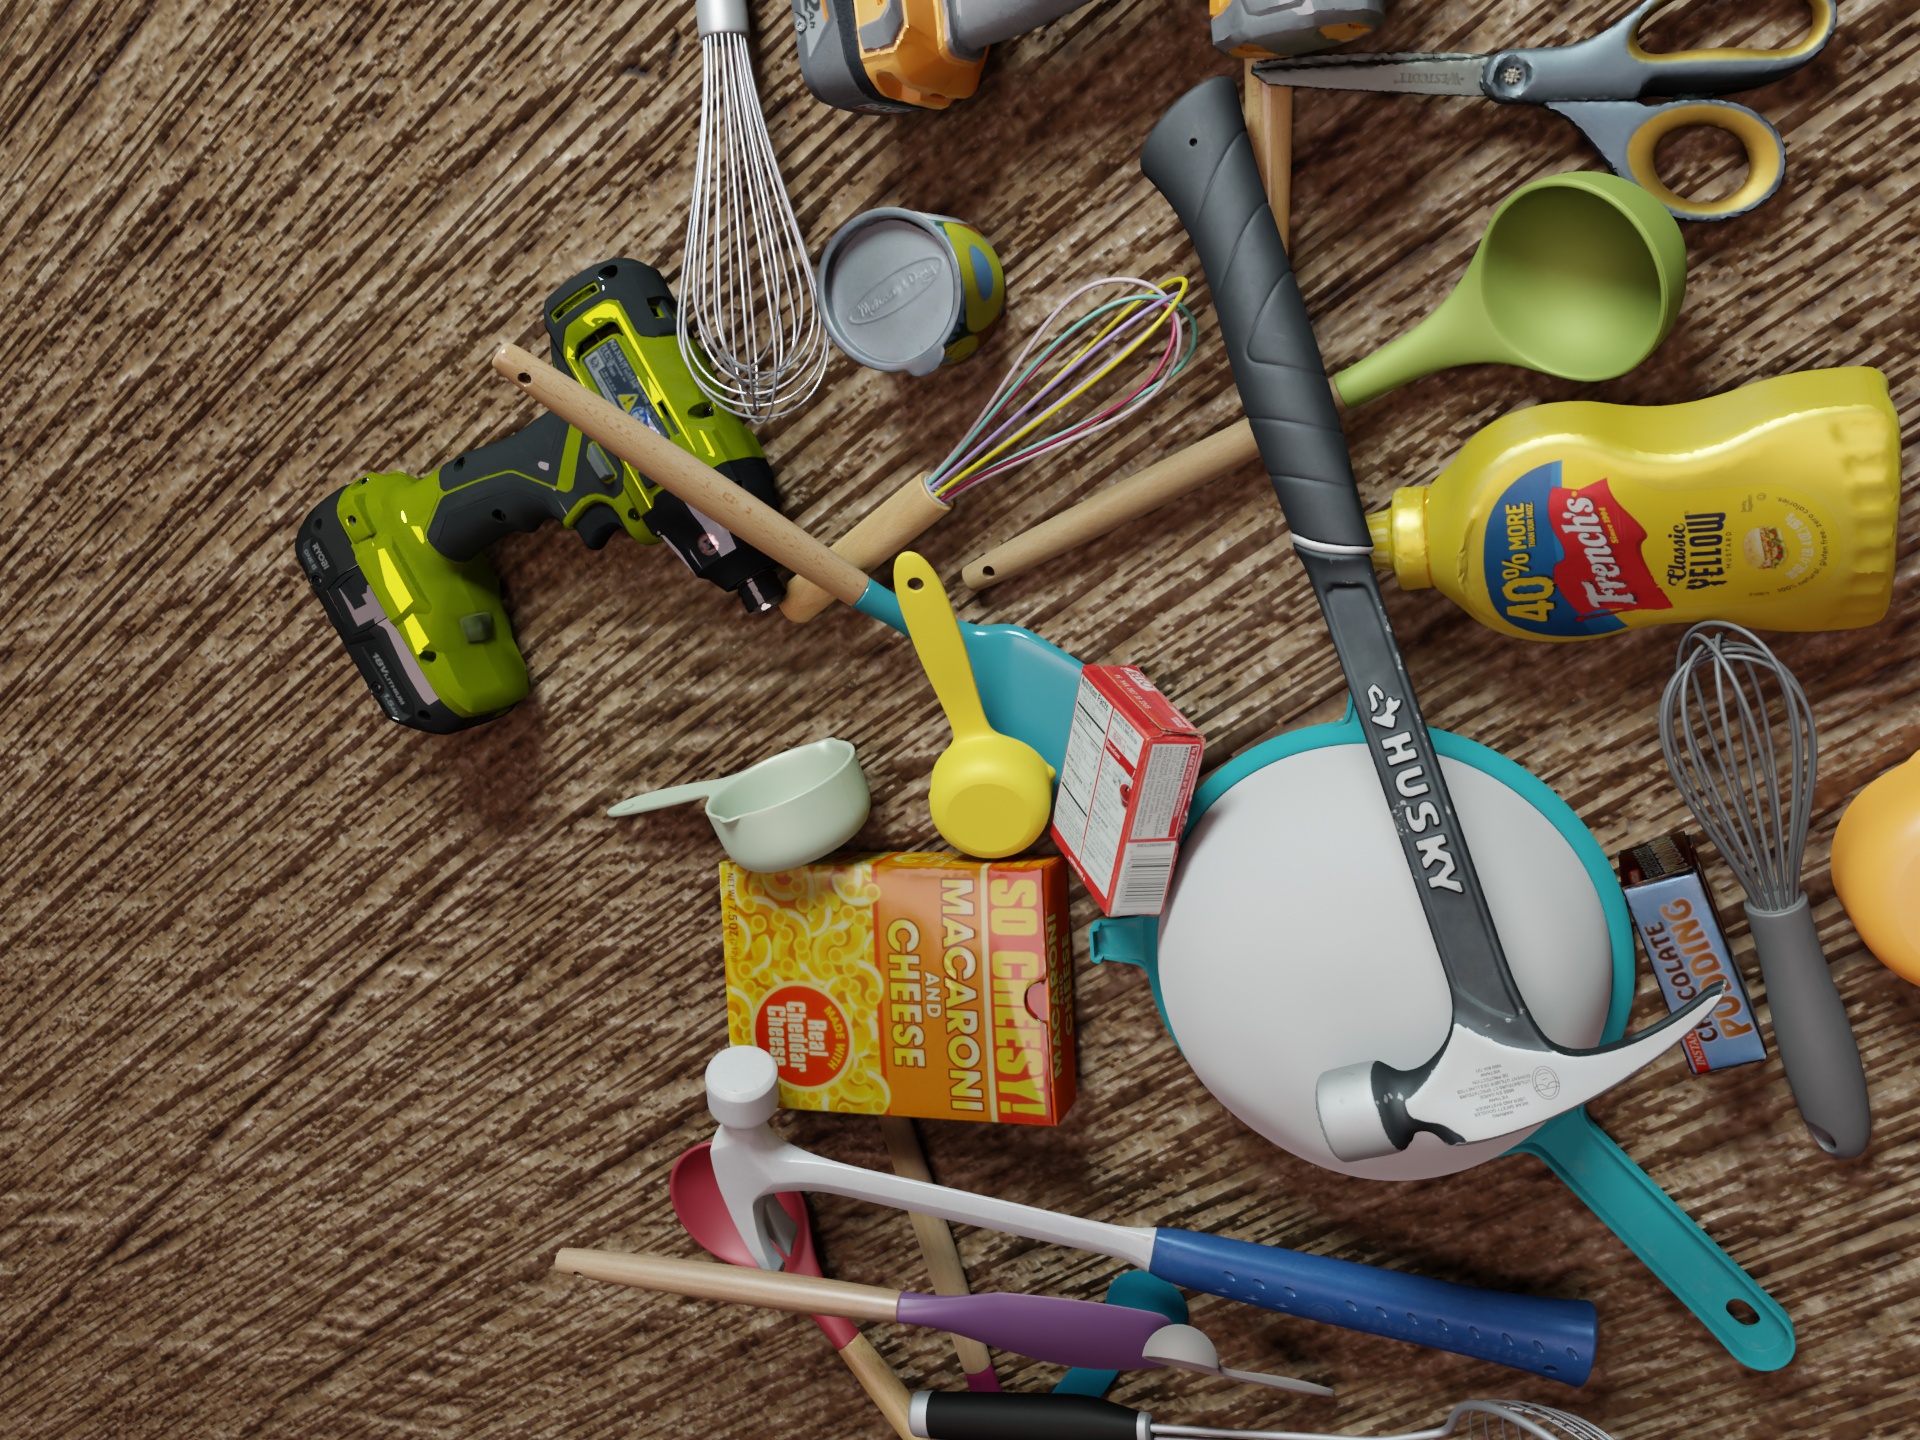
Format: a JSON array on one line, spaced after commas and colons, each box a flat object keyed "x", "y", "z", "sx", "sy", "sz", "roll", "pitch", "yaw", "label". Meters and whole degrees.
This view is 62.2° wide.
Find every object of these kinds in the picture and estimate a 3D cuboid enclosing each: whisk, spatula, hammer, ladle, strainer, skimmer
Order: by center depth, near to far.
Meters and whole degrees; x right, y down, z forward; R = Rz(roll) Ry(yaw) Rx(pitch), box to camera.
[{"x": 0.150, "y": -0.049, "z": 0.593, "sx": 0.149, "sy": 0.036, "sz": 0.409, "roll": -20, "pitch": 82, "yaw": 26, "label": "hammer"}, {"x": 0.318, "y": 0.071, "z": 0.614, "sx": 0.055, "sy": 0.055, "sz": 0.238, "roll": -16, "pitch": 108, "yaw": 24, "label": "whisk"}, {"x": 0.129, "y": -0.119, "z": 0.645, "sx": 0.320, "sy": 0.062, "sz": 0.078, "roll": -24, "pitch": 99, "yaw": 28, "label": "ladle"}, {"x": 0.214, "y": 0.157, "z": 0.659, "sx": 0.340, "sy": 0.095, "sz": 0.211, "roll": 45, "pitch": 115, "yaw": 7, "label": "strainer"}, {"x": -0.101, "y": -0.274, "z": 0.699, "sx": 0.070, "sy": 0.070, "sz": 0.284, "roll": -2, "pitch": 98, "yaw": 22, "label": "whisk"}, {"x": -0.065, "y": -0.067, "z": 0.701, "sx": 0.317, "sy": 0.044, "sz": 0.082, "roll": 32, "pitch": 117, "yaw": -20, "label": "spatula"}, {"x": 0.007, "y": -0.115, "z": 0.705, "sx": 0.245, "sy": 0.051, "sz": 0.047, "roll": -35, "pitch": 52, "yaw": 30, "label": "whisk"}, {"x": 0.141, "y": 0.358, "z": 0.731, "sx": 0.363, "sy": 0.090, "sz": 0.127, "roll": -4, "pitch": 123, "yaw": 19, "label": "skimmer"}, {"x": 0.078, "y": 0.247, "z": 0.740, "sx": 0.405, "sy": 0.035, "sz": 0.144, "roll": 9, "pitch": 128, "yaw": 11, "label": "hammer"}, {"x": -0.053, "y": 0.284, "z": 0.774, "sx": 0.316, "sy": 0.018, "sz": 0.059, "roll": 2, "pitch": 129, "yaw": 15, "label": "spatula"}, {"x": -0.042, "y": 0.348, "z": 0.838, "sx": 0.069, "sy": 0.031, "sz": 0.315, "roll": -41, "pitch": 84, "yaw": 17, "label": "ladle"}]

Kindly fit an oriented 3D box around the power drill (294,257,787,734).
[{"x": -0.197, "y": -0.091, "z": 0.770, "sx": 0.223, "sy": 0.080, "sz": 0.171, "roll": -28, "pitch": 91, "yaw": 22, "label": "power drill"}]

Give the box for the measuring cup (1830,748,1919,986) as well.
[{"x": 0.414, "y": 0.051, "z": 0.576, "sx": 0.173, "sy": 0.052, "sz": 0.095, "roll": -15, "pitch": 98, "yaw": 26, "label": "measuring cup"}]

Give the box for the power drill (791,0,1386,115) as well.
[{"x": 0.042, "y": -0.333, "z": 0.595, "sx": 0.226, "sy": 0.084, "sz": 0.185, "roll": 0, "pitch": 104, "yaw": 29, "label": "power drill"}]

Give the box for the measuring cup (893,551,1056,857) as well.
[{"x": -0.001, "y": -0.002, "z": 0.704, "sx": 0.062, "sy": 0.029, "sz": 0.156, "roll": -13, "pitch": 122, "yaw": 13, "label": "measuring cup"}]

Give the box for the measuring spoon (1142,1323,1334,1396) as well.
[{"x": 0.133, "y": 0.296, "z": 0.735, "sx": 0.034, "sy": 0.124, "sz": 0.018, "roll": -19, "pitch": 53, "yaw": 47, "label": "measuring spoon"}]

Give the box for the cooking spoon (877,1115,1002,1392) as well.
[{"x": 0.002, "y": 0.312, "z": 0.825, "sx": 0.069, "sy": 0.017, "sz": 0.319, "roll": -13, "pitch": 99, "yaw": 34, "label": "cooking spoon"}]

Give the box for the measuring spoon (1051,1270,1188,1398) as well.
[{"x": 0.069, "y": 0.329, "z": 0.800, "sx": 0.042, "sy": 0.021, "sz": 0.128, "roll": 35, "pitch": 114, "yaw": 10, "label": "measuring spoon"}]

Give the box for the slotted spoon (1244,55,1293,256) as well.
[{"x": 0.117, "y": -0.320, "z": 0.614, "sx": 0.070, "sy": 0.031, "sz": 0.313, "roll": 3, "pitch": 106, "yaw": 21, "label": "slotted spoon"}]

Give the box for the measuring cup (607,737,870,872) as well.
[{"x": -0.114, "y": 0.049, "z": 0.784, "sx": 0.167, "sy": 0.083, "sz": 0.038, "roll": -10, "pitch": 111, "yaw": 39, "label": "measuring cup"}]
